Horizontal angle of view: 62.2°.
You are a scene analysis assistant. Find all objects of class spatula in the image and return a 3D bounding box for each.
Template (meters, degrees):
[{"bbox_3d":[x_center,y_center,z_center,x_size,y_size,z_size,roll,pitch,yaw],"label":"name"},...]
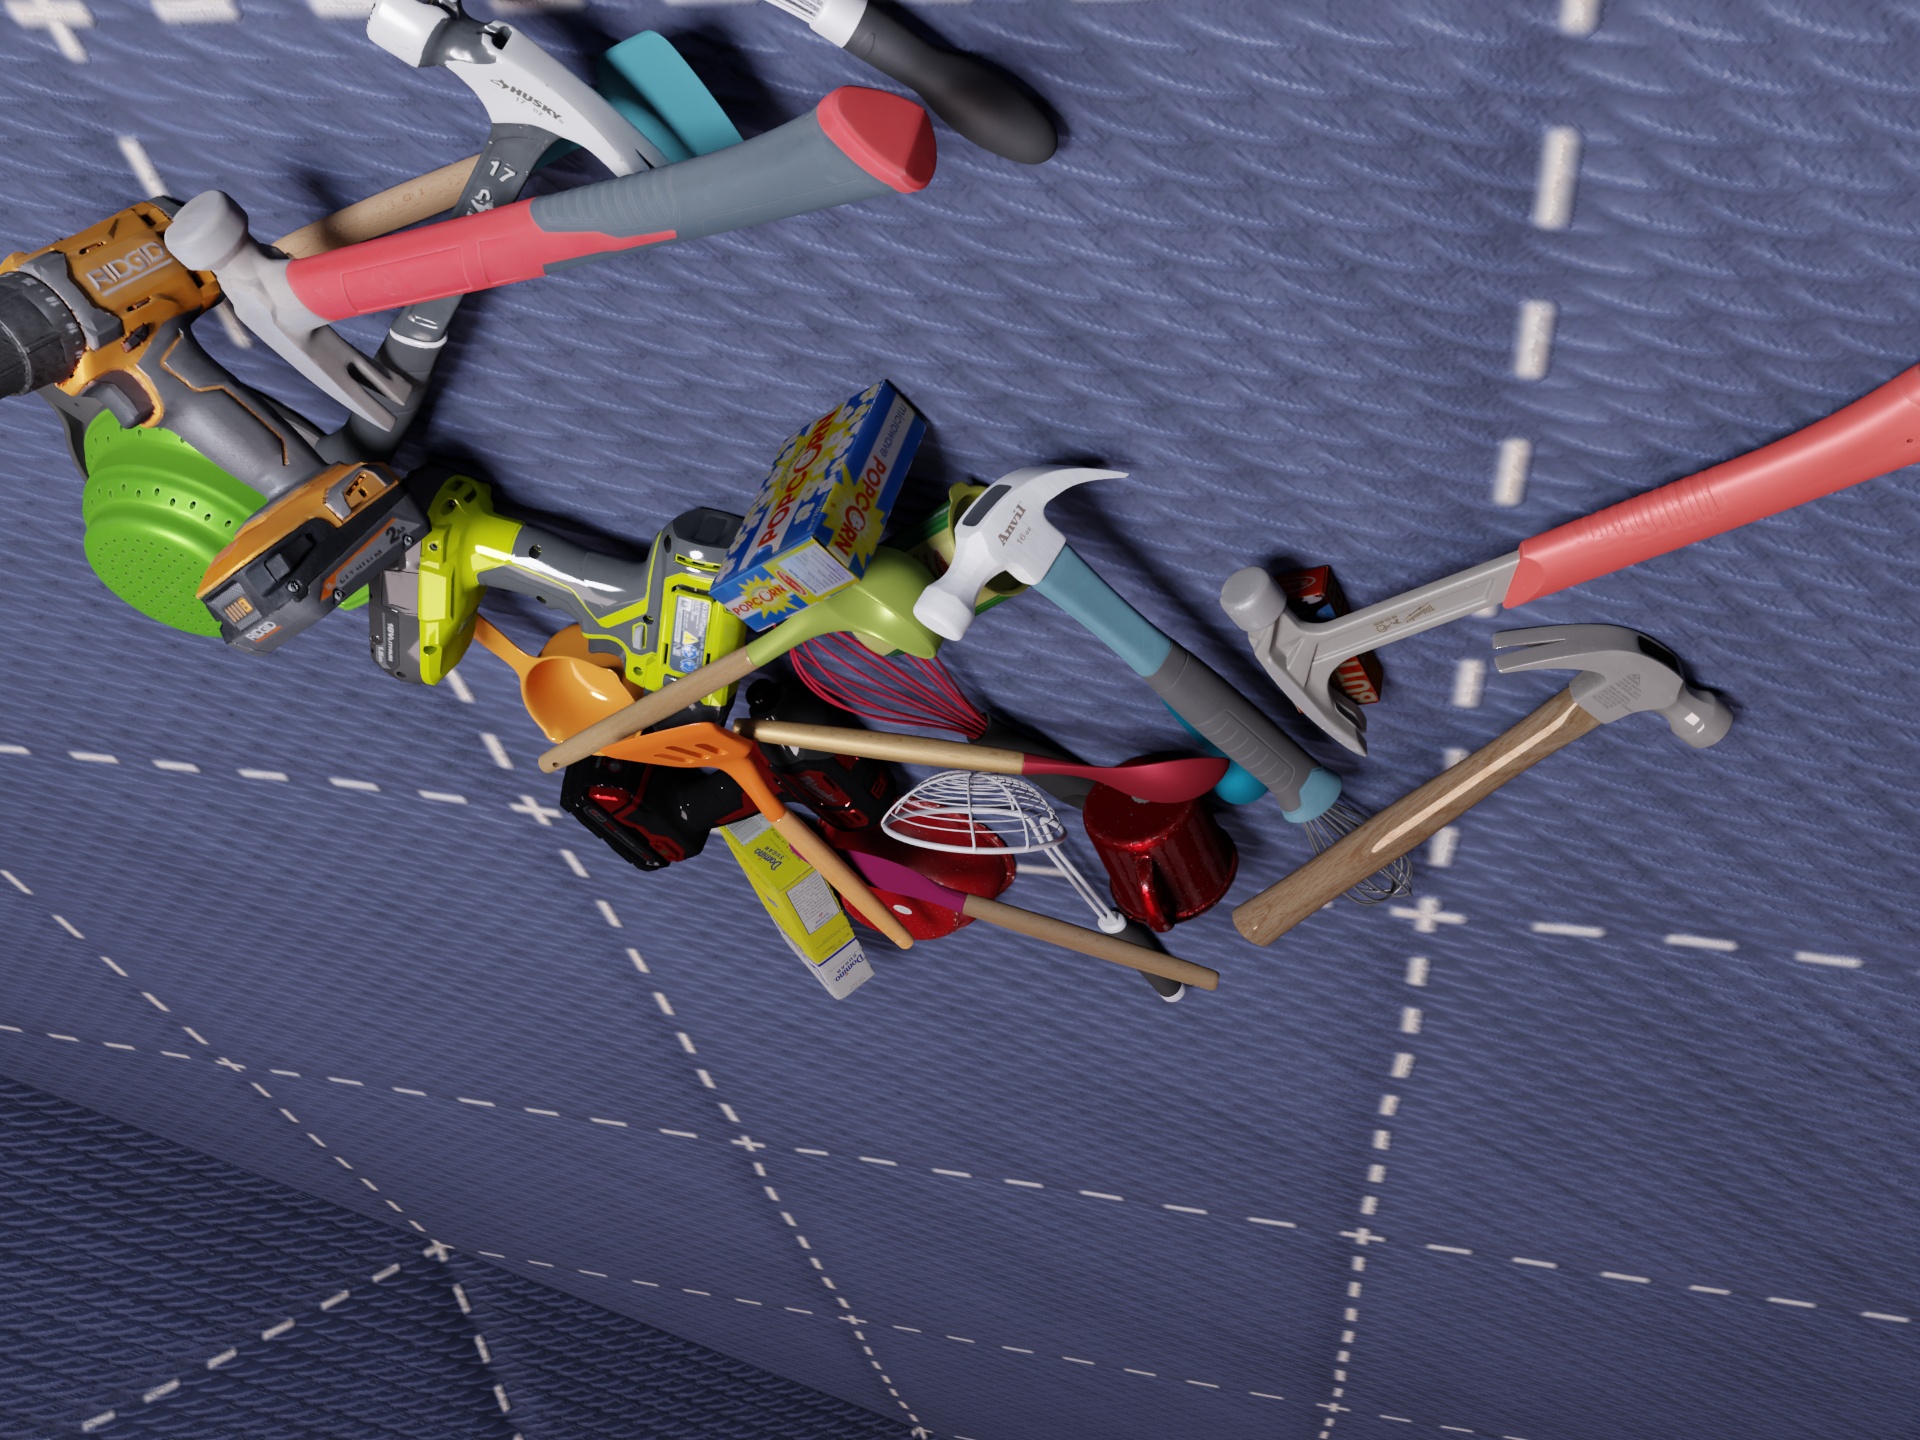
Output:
[{"bbox_3d":[-0.112,0.082,1.060,0.081,0.041,0.322,-13,140,24],"label":"spatula"},{"bbox_3d":[-0.234,-0.261,0.771,0.317,0.044,0.082,-8,144,30],"label":"spatula"}]

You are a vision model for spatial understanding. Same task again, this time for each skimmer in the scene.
[{"bbox_3d":[0.074,0.146,1.189,0.127,0.090,0.362,10,152,41],"label":"skimmer"}]

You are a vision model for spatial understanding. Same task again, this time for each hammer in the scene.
[{"bbox_3d":[-0.176,-0.204,0.707,0.386,0.038,0.143,-1,150,30],"label":"hammer"},{"bbox_3d":[0.320,-0.081,0.806,0.359,0.037,0.149,-22,132,35],"label":"hammer"},{"bbox_3d":[0.290,0.051,0.979,0.130,0.031,0.331,33,130,-19],"label":"hammer"},{"bbox_3d":[0.118,-0.029,0.911,0.330,0.128,0.033,36,171,-35],"label":"hammer"},{"bbox_3d":[-0.271,-0.210,0.826,0.149,0.036,0.409,28,150,-21],"label":"hammer"}]

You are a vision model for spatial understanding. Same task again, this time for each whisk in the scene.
[{"bbox_3d":[-0.002,-0.003,1.042,0.295,0.073,0.073,31,143,-32],"label":"whisk"},{"bbox_3d":[0.224,0.049,1.045,0.055,0.055,0.238,-22,127,41],"label":"whisk"},{"bbox_3d":[-0.078,-0.305,0.647,0.284,0.070,0.070,26,144,-23],"label":"whisk"}]

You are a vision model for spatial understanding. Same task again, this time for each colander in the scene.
[{"bbox_3d":[-0.537,-0.163,0.972,0.204,0.095,0.396,-22,132,40],"label":"colander"}]

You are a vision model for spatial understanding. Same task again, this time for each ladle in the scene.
[{"bbox_3d":[0.014,0.022,1.004,0.315,0.031,0.069,7,166,-3],"label":"ladle"},{"bbox_3d":[-0.140,-0.019,0.924,0.320,0.062,0.078,-24,132,31],"label":"ladle"}]

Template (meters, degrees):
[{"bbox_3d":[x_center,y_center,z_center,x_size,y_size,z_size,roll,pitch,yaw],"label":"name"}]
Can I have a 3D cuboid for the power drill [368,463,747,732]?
[{"bbox_3d":[-0.244,-0.063,0.989,0.223,0.080,0.171,14,123,1],"label":"power drill"}]

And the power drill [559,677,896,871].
[{"bbox_3d":[-0.170,0.035,1.138,0.220,0.079,0.143,-12,139,28],"label":"power drill"}]

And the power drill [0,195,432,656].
[{"bbox_3d":[-0.410,-0.143,0.826,0.084,0.185,0.226,-21,113,37],"label":"power drill"}]

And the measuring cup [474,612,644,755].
[{"bbox_3d":[-0.281,-0.051,1.081,0.173,0.052,0.095,39,131,-13],"label":"measuring cup"}]

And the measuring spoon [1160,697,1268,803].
[{"bbox_3d":[0.163,0.020,1.040,0.042,0.021,0.128,-14,138,34],"label":"measuring spoon"}]

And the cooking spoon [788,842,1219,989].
[{"bbox_3d":[0.028,0.137,1.128,0.319,0.017,0.068,16,161,7],"label":"cooking spoon"}]
